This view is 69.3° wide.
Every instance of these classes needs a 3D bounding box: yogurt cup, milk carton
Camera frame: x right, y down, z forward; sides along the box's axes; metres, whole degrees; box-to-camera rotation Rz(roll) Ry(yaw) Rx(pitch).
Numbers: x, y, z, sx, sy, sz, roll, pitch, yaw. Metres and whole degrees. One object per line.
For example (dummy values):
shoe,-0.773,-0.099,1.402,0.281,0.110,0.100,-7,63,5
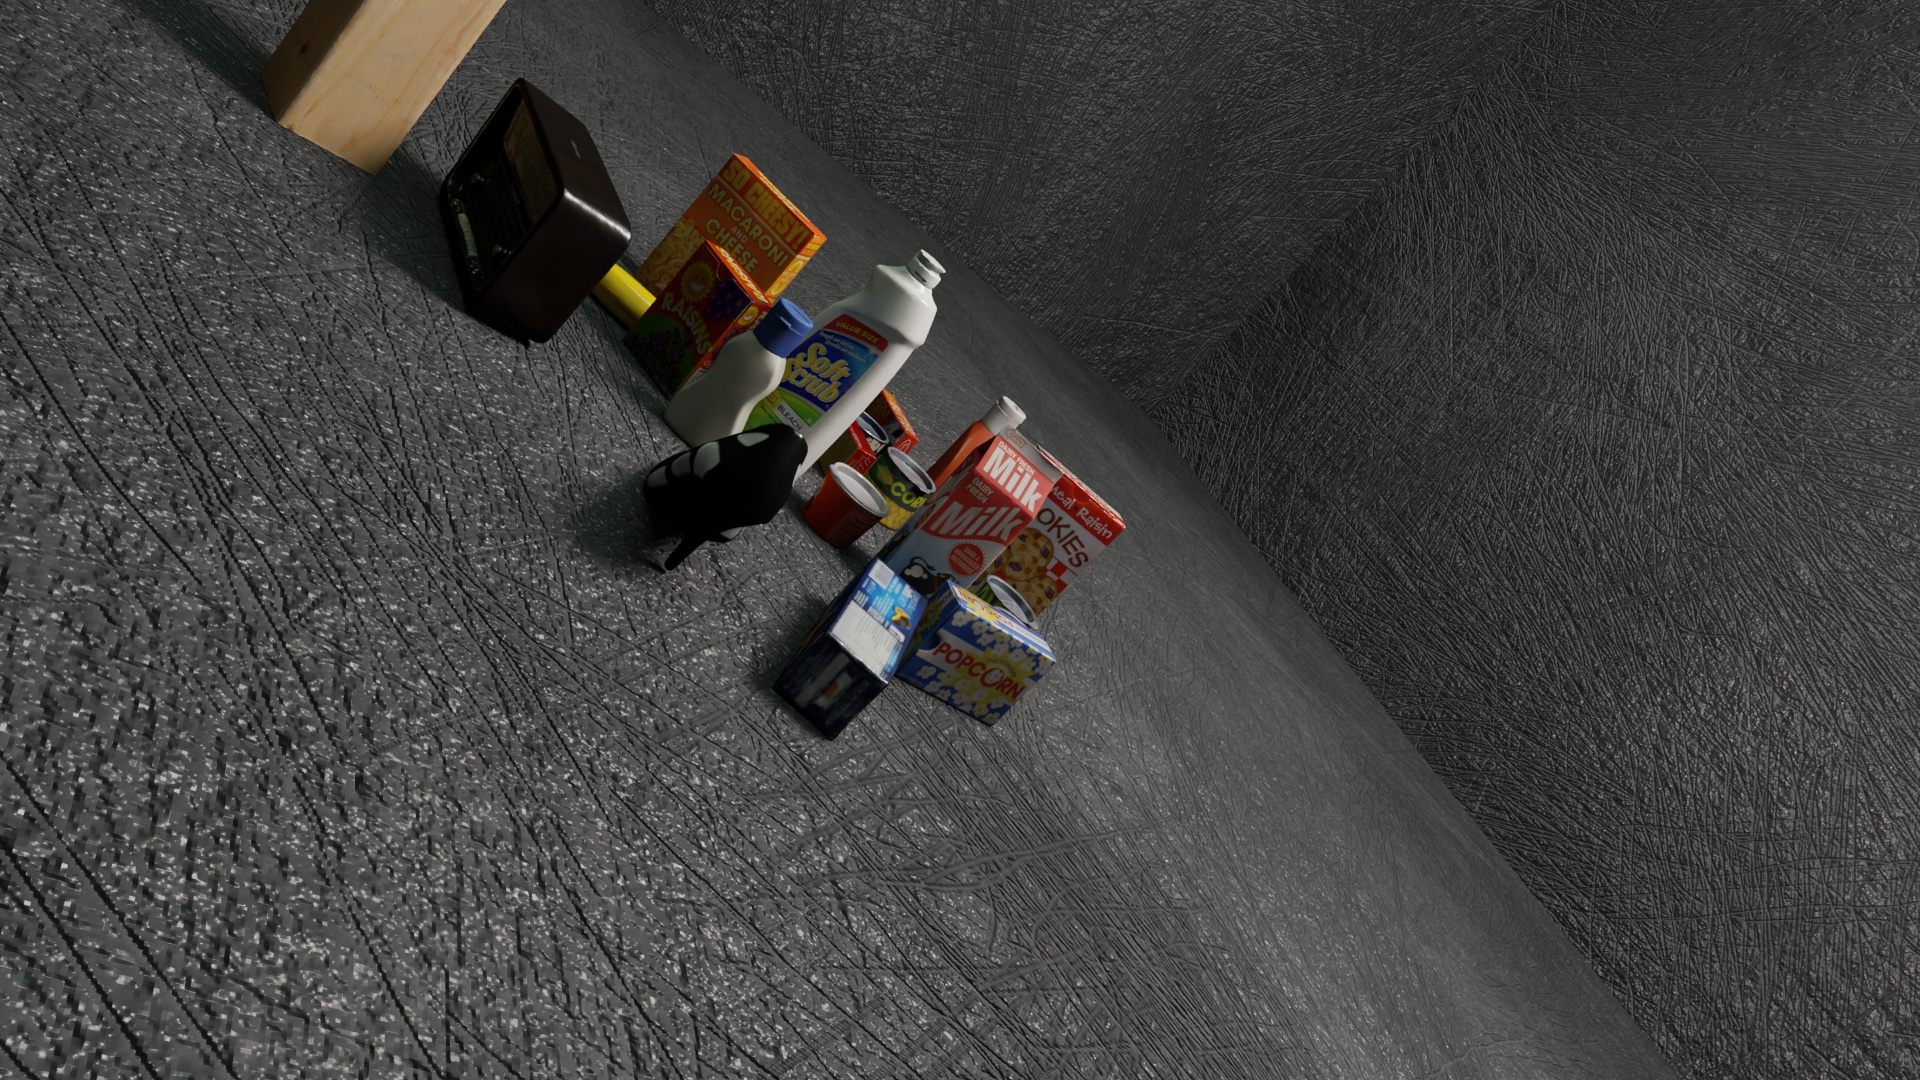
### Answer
yogurt cup,-0.107,-0.030,1.275,0.072,0.054,0.072,40,15,-13
milk carton,0.005,-0.016,1.265,0.072,0.190,0.074,41,15,-12

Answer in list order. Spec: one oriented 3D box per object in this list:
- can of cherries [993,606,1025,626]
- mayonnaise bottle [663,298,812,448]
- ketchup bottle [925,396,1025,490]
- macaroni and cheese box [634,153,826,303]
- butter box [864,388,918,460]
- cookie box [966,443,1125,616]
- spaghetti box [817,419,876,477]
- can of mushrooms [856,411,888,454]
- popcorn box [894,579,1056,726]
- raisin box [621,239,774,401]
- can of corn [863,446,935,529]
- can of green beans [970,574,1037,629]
can of cherries,0.035,0.105,1.272,0.071,0.058,0.072,40,15,-13
mayonnaise bottle,-0.186,-0.141,1.189,0.065,0.147,0.041,43,14,-3
ketchup bottle,0.011,-0.101,1.592,0.043,0.148,0.065,41,15,-11
macaroni and cheese box,-0.237,-0.293,1.432,0.124,0.166,0.040,46,14,6
butter box,-0.087,-0.128,1.597,0.024,0.053,0.104,33,19,-38
cookie box,0.068,0.001,1.427,0.123,0.167,0.040,39,15,-17
spaghetti box,-0.150,-0.143,1.479,0.028,0.050,0.251,32,19,-40
can of mushrooms,-0.116,-0.121,1.540,0.071,0.033,0.071,40,15,-13
popcorn box,0.009,0.097,1.175,0.126,0.085,0.038,33,18,-37
raisin box,-0.237,-0.195,1.252,0.086,0.123,0.040,50,16,23
can of corn,-0.068,-0.051,1.428,0.071,0.058,0.071,40,15,-13
can of green beans,0.030,0.076,1.340,0.071,0.057,0.071,40,15,-13
